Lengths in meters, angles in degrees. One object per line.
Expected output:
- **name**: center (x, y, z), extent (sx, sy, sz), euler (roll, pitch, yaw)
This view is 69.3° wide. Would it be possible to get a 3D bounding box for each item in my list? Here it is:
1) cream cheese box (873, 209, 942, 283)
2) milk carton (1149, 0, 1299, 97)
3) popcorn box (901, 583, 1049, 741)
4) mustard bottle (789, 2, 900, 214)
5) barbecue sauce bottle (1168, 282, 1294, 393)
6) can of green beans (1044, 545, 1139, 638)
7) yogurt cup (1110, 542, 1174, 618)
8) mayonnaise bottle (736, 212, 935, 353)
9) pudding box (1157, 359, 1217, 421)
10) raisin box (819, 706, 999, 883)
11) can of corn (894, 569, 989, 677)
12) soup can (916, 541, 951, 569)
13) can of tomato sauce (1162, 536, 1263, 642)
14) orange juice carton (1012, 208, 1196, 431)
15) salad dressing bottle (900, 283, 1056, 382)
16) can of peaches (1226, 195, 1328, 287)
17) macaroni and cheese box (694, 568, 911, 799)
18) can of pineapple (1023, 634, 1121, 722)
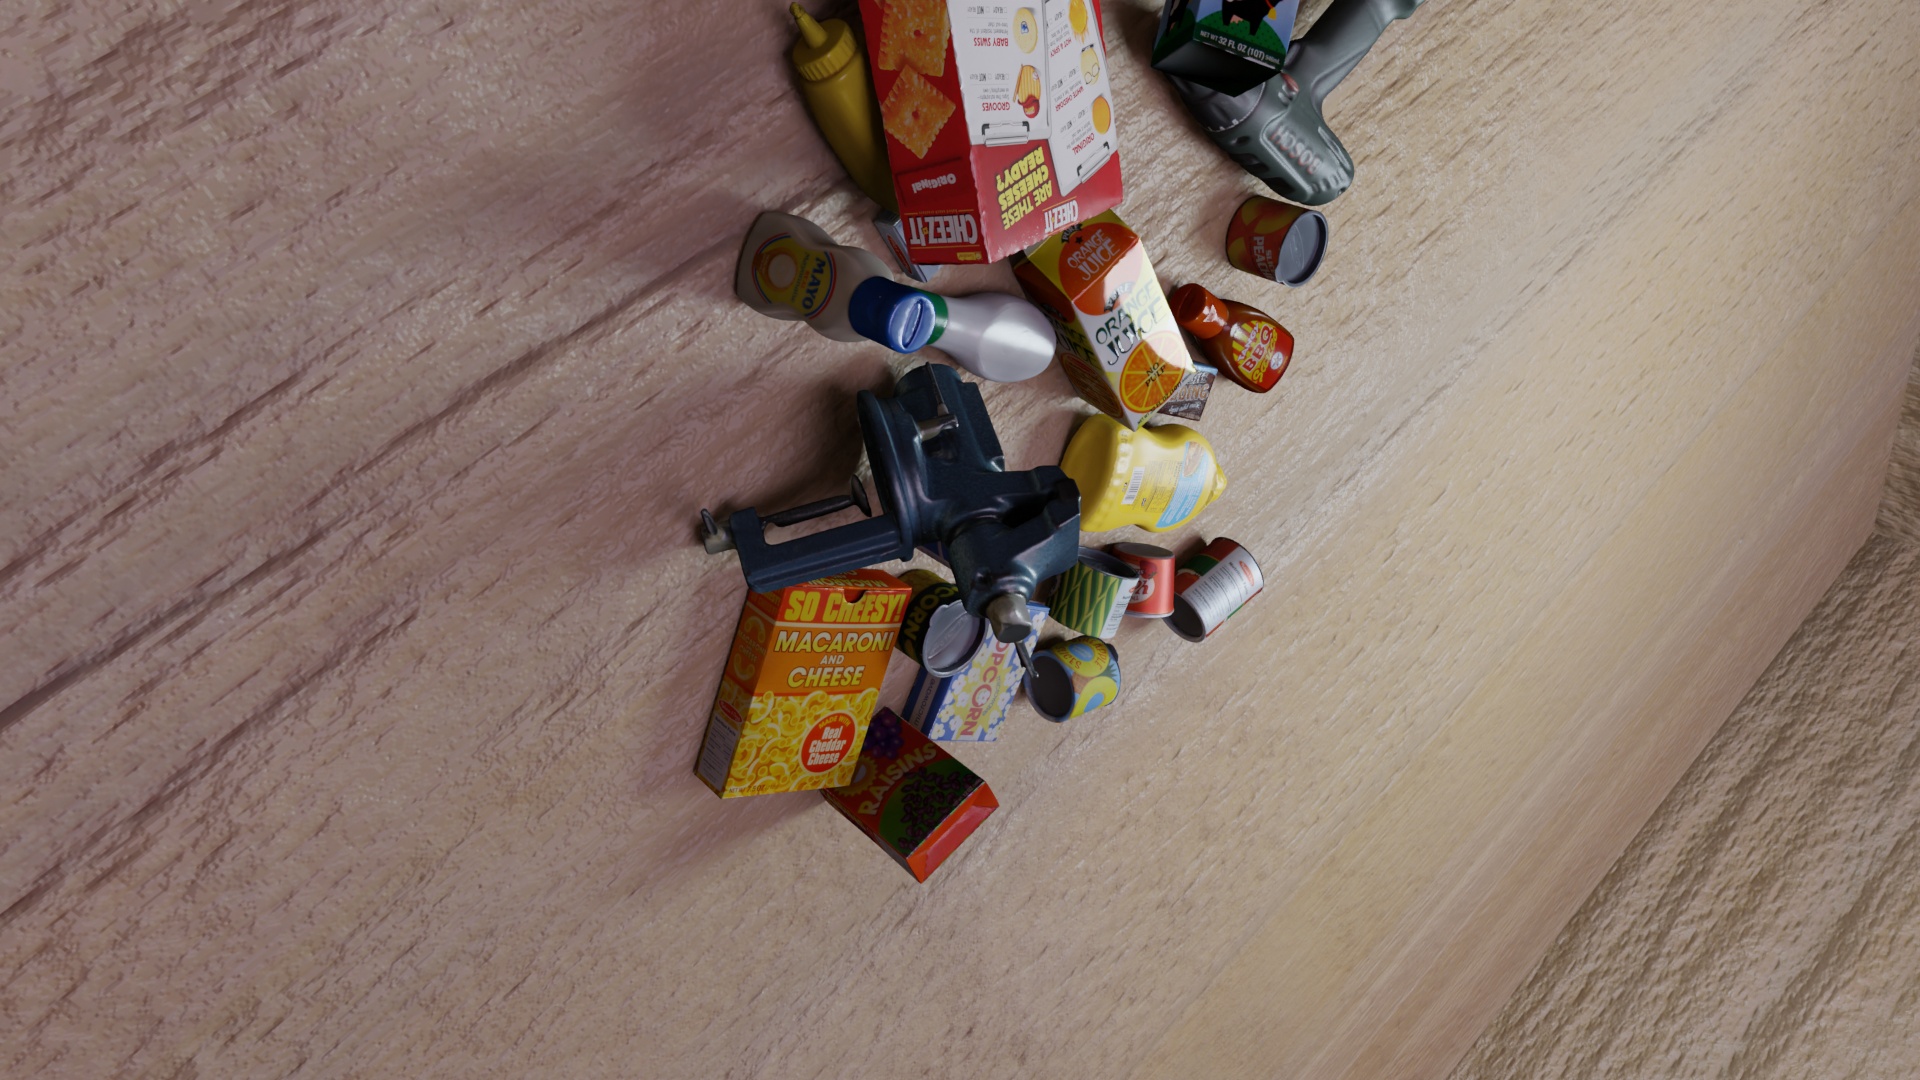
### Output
- **cream cheese box**: center (-0.008, -0.230, 0.941), extent (0.104, 0.024, 0.053), euler (-49, 138, -13)
- **milk carton**: center (0.198, -0.418, 0.967), extent (0.072, 0.073, 0.190), euler (15, 88, -16)
- **popcorn box**: center (0.012, 0.102, 1.140), extent (0.085, 0.038, 0.126), euler (11, 104, -46)
- **mustard bottle**: center (-0.060, -0.269, 0.849), extent (0.065, 0.049, 0.159), euler (-59, 139, -15)
- **barbecue sauce bottle**: center (0.231, -0.178, 1.193), extent (0.148, 0.044, 0.065), euler (21, 98, -48)
- **can of green beans**: center (0.111, 0.044, 1.181), extent (0.071, 0.071, 0.057), euler (5, 111, -46)
- **yogurt cup**: center (0.158, 0.034, 1.227), extent (0.072, 0.072, 0.053), euler (-5, 108, -43)
- **mayonnaise bottle**: center (-0.075, -0.150, 0.826), extent (0.041, 0.148, 0.064), euler (7, 107, -46)
- **pudding box**: center (0.177, -0.132, 1.175), extent (0.084, 0.030, 0.049), euler (5, 108, -46)
- **raisin box**: center (-0.043, 0.194, 1.072), extent (0.086, 0.123, 0.040), euler (-43, 136, -18)
- **can of corn**: center (-0.023, 0.061, 1.066), extent (0.071, 0.058, 0.070), euler (-23, 127, -34)
- **soup can**: center (0.004, -0.013, 1.031), extent (0.071, 0.084, 0.071), euler (-23, 127, -35)
- **can of tomato sauce**: center (0.232, 0.047, 1.307), extent (0.083, 0.071, 0.070), euler (-37, 134, -23)
- **orange juice carton**: center (0.104, -0.177, 1.042), extent (0.072, 0.073, 0.192), euler (-44, 136, -9)
- **salad dressing bottle**: center (0.004, -0.150, 0.985), extent (0.148, 0.044, 0.064), euler (7, 109, -45)
- **can of peaches**: center (0.266, -0.252, 1.175), extent (0.071, 0.058, 0.071), euler (-24, 128, -34)
- **macaroni and cheese box**: center (-0.112, 0.102, 1.014), extent (0.124, 0.040, 0.166), euler (4, 109, -47)
- **can of pineapple**: center (0.097, 0.119, 1.211), extent (0.058, 0.071, 0.070), euler (-14, 122, -39)
